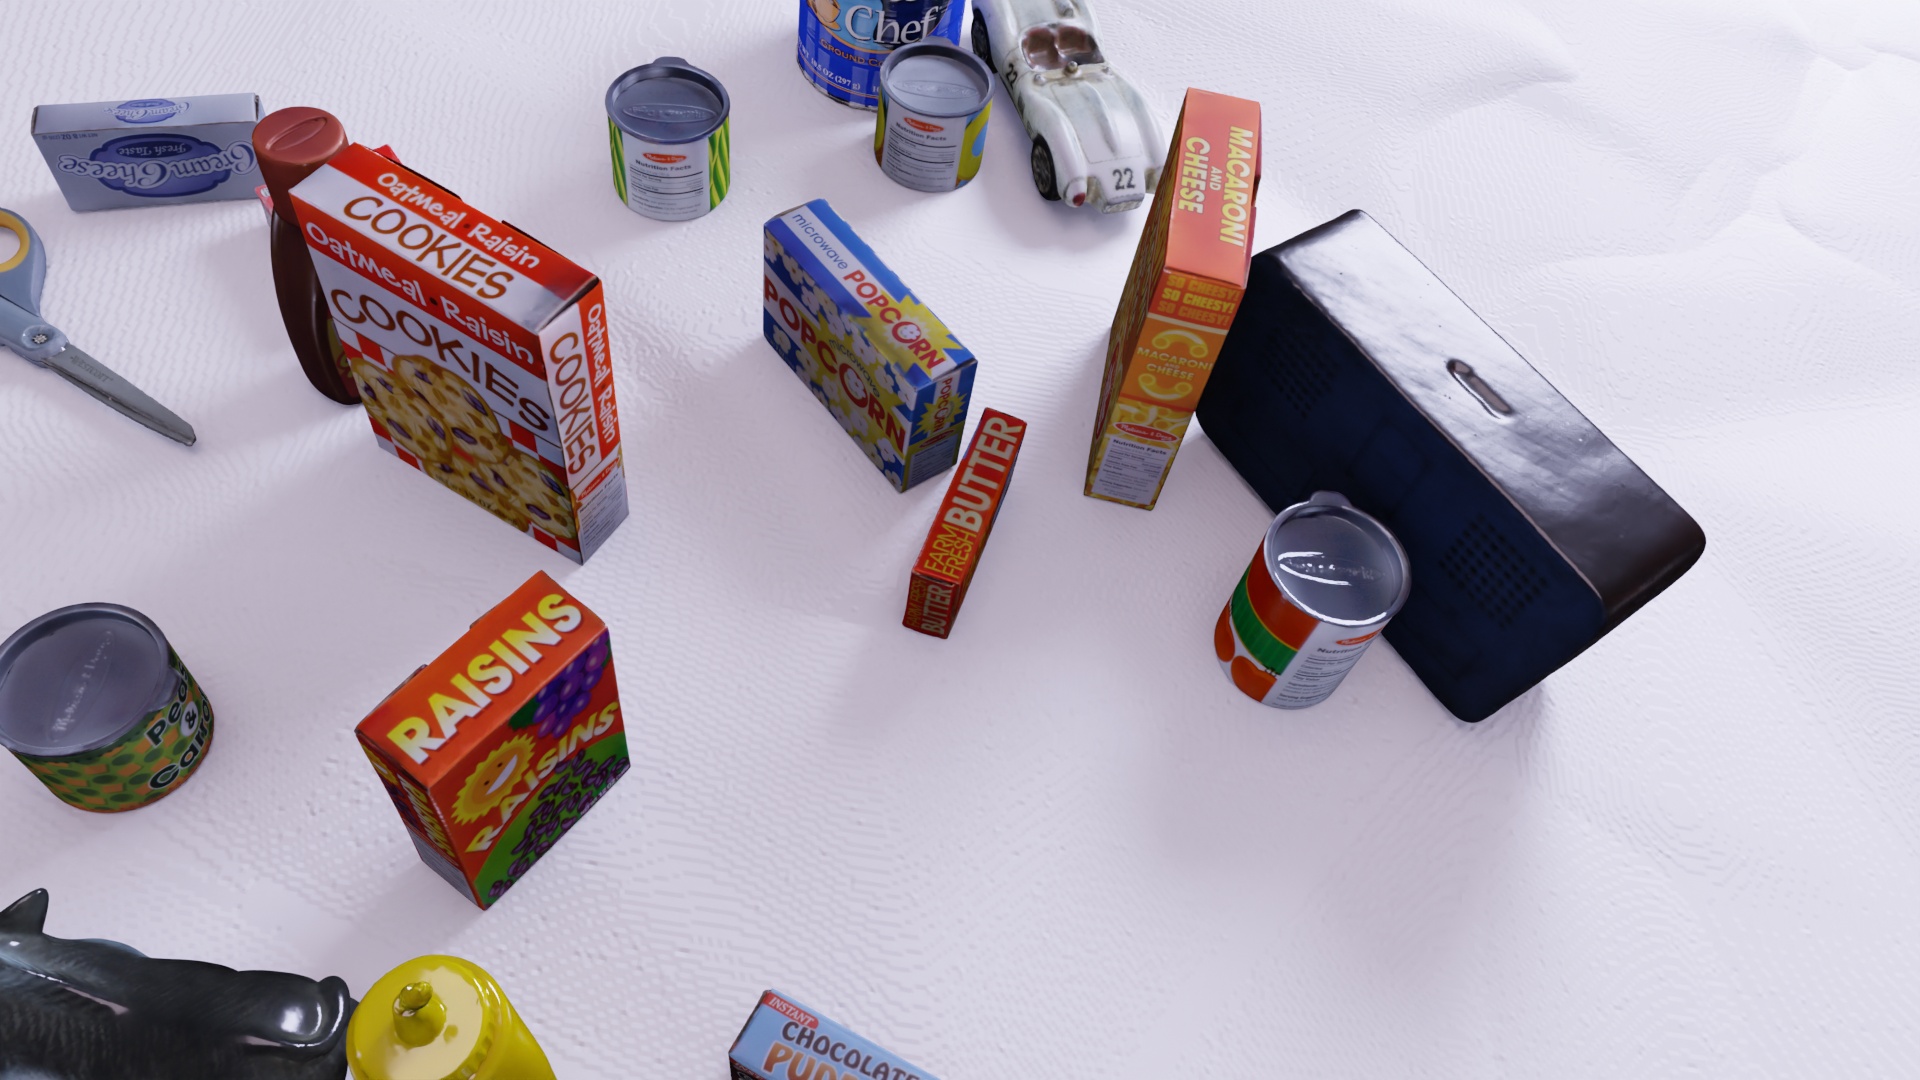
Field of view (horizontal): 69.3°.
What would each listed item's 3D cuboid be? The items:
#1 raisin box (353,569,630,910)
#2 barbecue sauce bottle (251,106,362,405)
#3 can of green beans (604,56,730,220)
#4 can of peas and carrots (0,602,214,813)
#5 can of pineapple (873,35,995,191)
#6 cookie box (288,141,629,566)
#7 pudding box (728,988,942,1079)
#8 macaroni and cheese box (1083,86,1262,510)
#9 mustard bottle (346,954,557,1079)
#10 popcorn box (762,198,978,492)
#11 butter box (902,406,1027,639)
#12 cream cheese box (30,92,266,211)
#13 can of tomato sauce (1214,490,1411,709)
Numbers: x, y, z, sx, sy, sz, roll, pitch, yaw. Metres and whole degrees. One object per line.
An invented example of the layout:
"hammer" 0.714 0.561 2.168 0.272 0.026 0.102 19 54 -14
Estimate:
"raisin box" -0.172 0.079 0.530 0.040 0.122 0.086 36 59 14
"barbecue sauce bottle" -0.284 -0.129 0.634 0.044 0.147 0.065 37 59 15
"can of green beans" -0.161 -0.220 0.770 0.071 0.057 0.071 4 56 -6
"can of peas and carrots" -0.337 0.067 0.550 0.071 0.058 0.071 4 56 -6
"can of pineapple" -0.016 -0.248 0.811 0.071 0.057 0.071 4 56 -6
"cookie box" -0.208 -0.074 0.599 0.123 0.166 0.040 29 57 10
"pudding box" -0.043 0.202 0.513 0.084 0.049 0.030 26 57 8
"macaroni and cheese box" 0.102 -0.113 0.675 0.040 0.165 0.124 13 56 -1
"mustard bottle" -0.167 0.167 0.450 0.065 0.159 0.049 37 59 15
"popcorn box" -0.049 -0.097 0.689 0.038 0.084 0.127 -31 66 -25
"butter box" 0.002 -0.008 0.658 0.024 0.052 0.104 20 56 4
"cream cheese box" -0.412 -0.201 0.719 0.104 0.053 0.024 -9 59 -15
"can of tomato sauce" 0.159 0.029 0.640 0.071 0.082 0.071 4 56 -6
